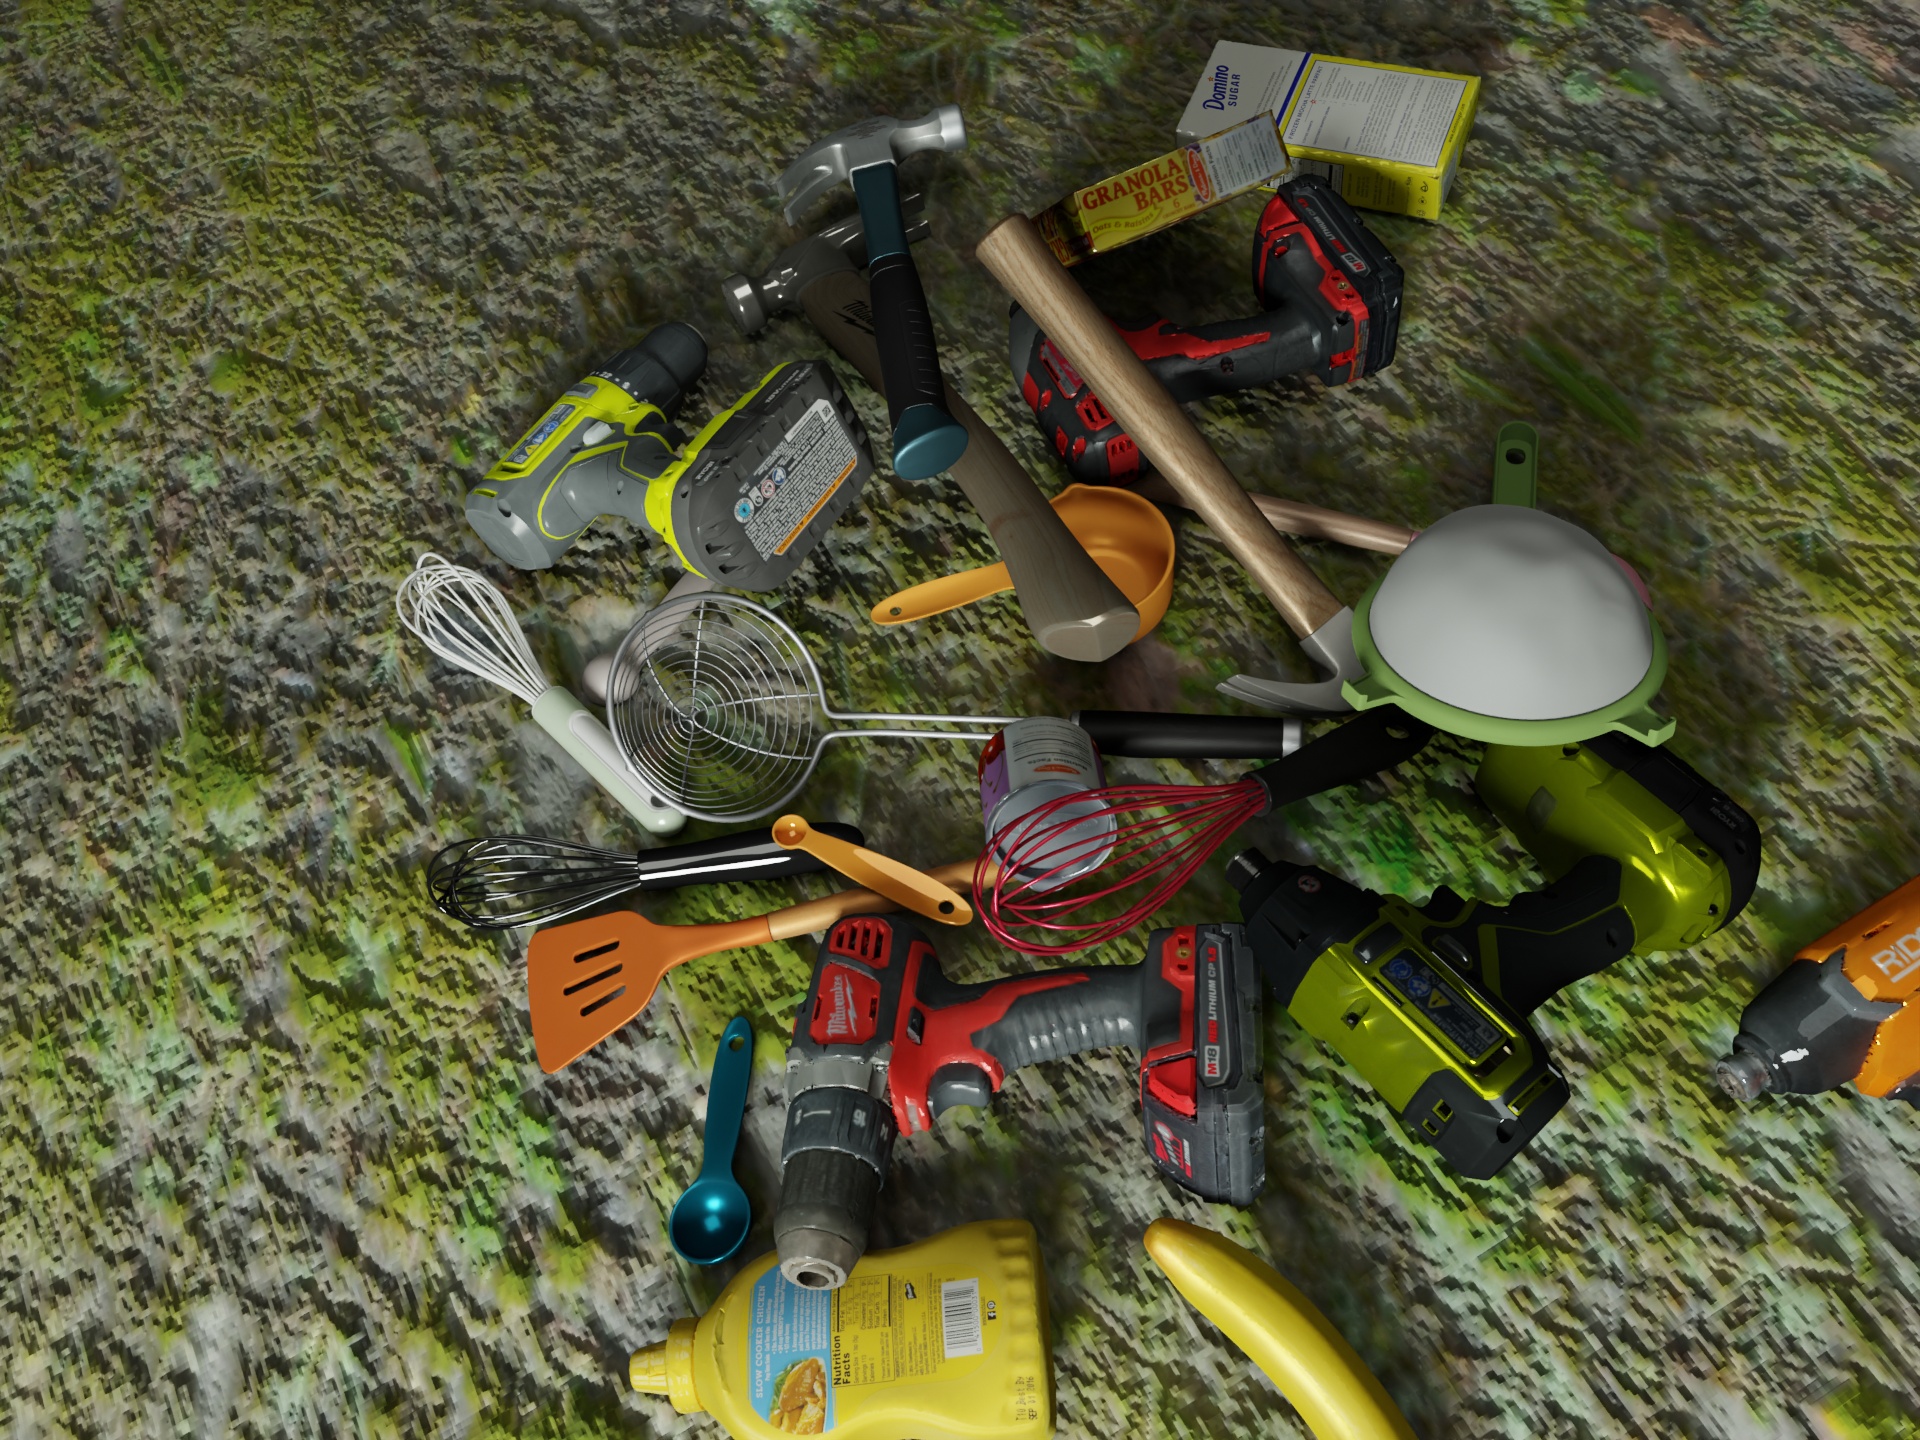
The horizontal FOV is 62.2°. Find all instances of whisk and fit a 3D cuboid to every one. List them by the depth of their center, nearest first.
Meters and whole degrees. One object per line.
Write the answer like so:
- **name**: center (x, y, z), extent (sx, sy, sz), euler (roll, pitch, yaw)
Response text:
- **whisk**: center (0.129, 0.041, 0.777), extent (0.296, 0.073, 0.073), euler (-19, 58, -30)
- **whisk**: center (-0.170, 0.078, 0.858), extent (0.239, 0.055, 0.055), euler (-7, 62, 0)
- **whisk**: center (-0.242, -0.016, 0.919), extent (0.246, 0.059, 0.058), euler (40, 47, 21)

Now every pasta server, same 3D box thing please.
- **pasta server**: center (0.229, -0.102, 0.904), extent (0.316, 0.040, 0.060), euler (16, 66, 21)

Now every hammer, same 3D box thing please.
- **hammer**: center (0.121, -0.139, 0.863), extent (0.130, 0.031, 0.331), euler (-38, 86, -17)
- **hammer**: center (-0.003, -0.182, 0.934), extent (0.146, 0.038, 0.411), euler (-28, 51, -7)
- **hammer**: center (-0.039, -0.267, 0.965), extent (0.128, 0.033, 0.331), euler (-12, 51, 3)

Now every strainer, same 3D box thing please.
- **strainer**: center (0.285, -0.097, 0.813), extent (0.151, 0.069, 0.257), euler (8, 45, 14)

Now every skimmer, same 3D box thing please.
- **skimmer**: center (-0.001, -0.003, 0.847), extent (0.363, 0.090, 0.127), euler (2, 76, 9)

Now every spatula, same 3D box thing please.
- **spatula**: center (-0.076, 0.106, 0.842), extent (0.322, 0.041, 0.081), euler (-14, 61, -3)

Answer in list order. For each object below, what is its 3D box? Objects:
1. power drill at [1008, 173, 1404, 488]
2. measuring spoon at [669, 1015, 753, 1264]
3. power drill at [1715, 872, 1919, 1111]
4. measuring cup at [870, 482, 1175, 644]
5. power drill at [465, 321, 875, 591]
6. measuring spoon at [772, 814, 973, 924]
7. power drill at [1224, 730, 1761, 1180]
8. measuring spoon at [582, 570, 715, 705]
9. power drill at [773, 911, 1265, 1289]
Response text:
- **power drill**: center (0.138, -0.233, 0.950), extent (0.219, 0.078, 0.143), euler (-24, 59, -6)
- **measuring spoon**: center (-0.116, 0.211, 0.799), extent (0.042, 0.021, 0.129), euler (-6, 52, 13)
- **power drill**: center (0.456, 0.183, 0.688), extent (0.164, 0.084, 0.227), euler (-30, 58, -6)
- **measuring cup**: center (0.037, -0.071, 0.901), extent (0.173, 0.052, 0.095), euler (-16, 61, 2)
- **power drill**: center (-0.164, -0.162, 0.936), extent (0.229, 0.080, 0.191), euler (15, 58, 40)
- **measuring spoon**: center (-0.046, 0.080, 0.828), extent (0.117, 0.011, 0.021), euler (24, 62, 12)
- **power drill**: center (0.245, 0.082, 0.733), extent (0.223, 0.080, 0.171), euler (-29, 60, -29)
- **measuring spoon**: center (-0.181, -0.061, 0.947), extent (0.034, 0.018, 0.124), euler (30, 70, 22)
- **power drill**: center (0.026, 0.174, 0.736), extent (0.227, 0.080, 0.188), euler (-1, 43, 10)
